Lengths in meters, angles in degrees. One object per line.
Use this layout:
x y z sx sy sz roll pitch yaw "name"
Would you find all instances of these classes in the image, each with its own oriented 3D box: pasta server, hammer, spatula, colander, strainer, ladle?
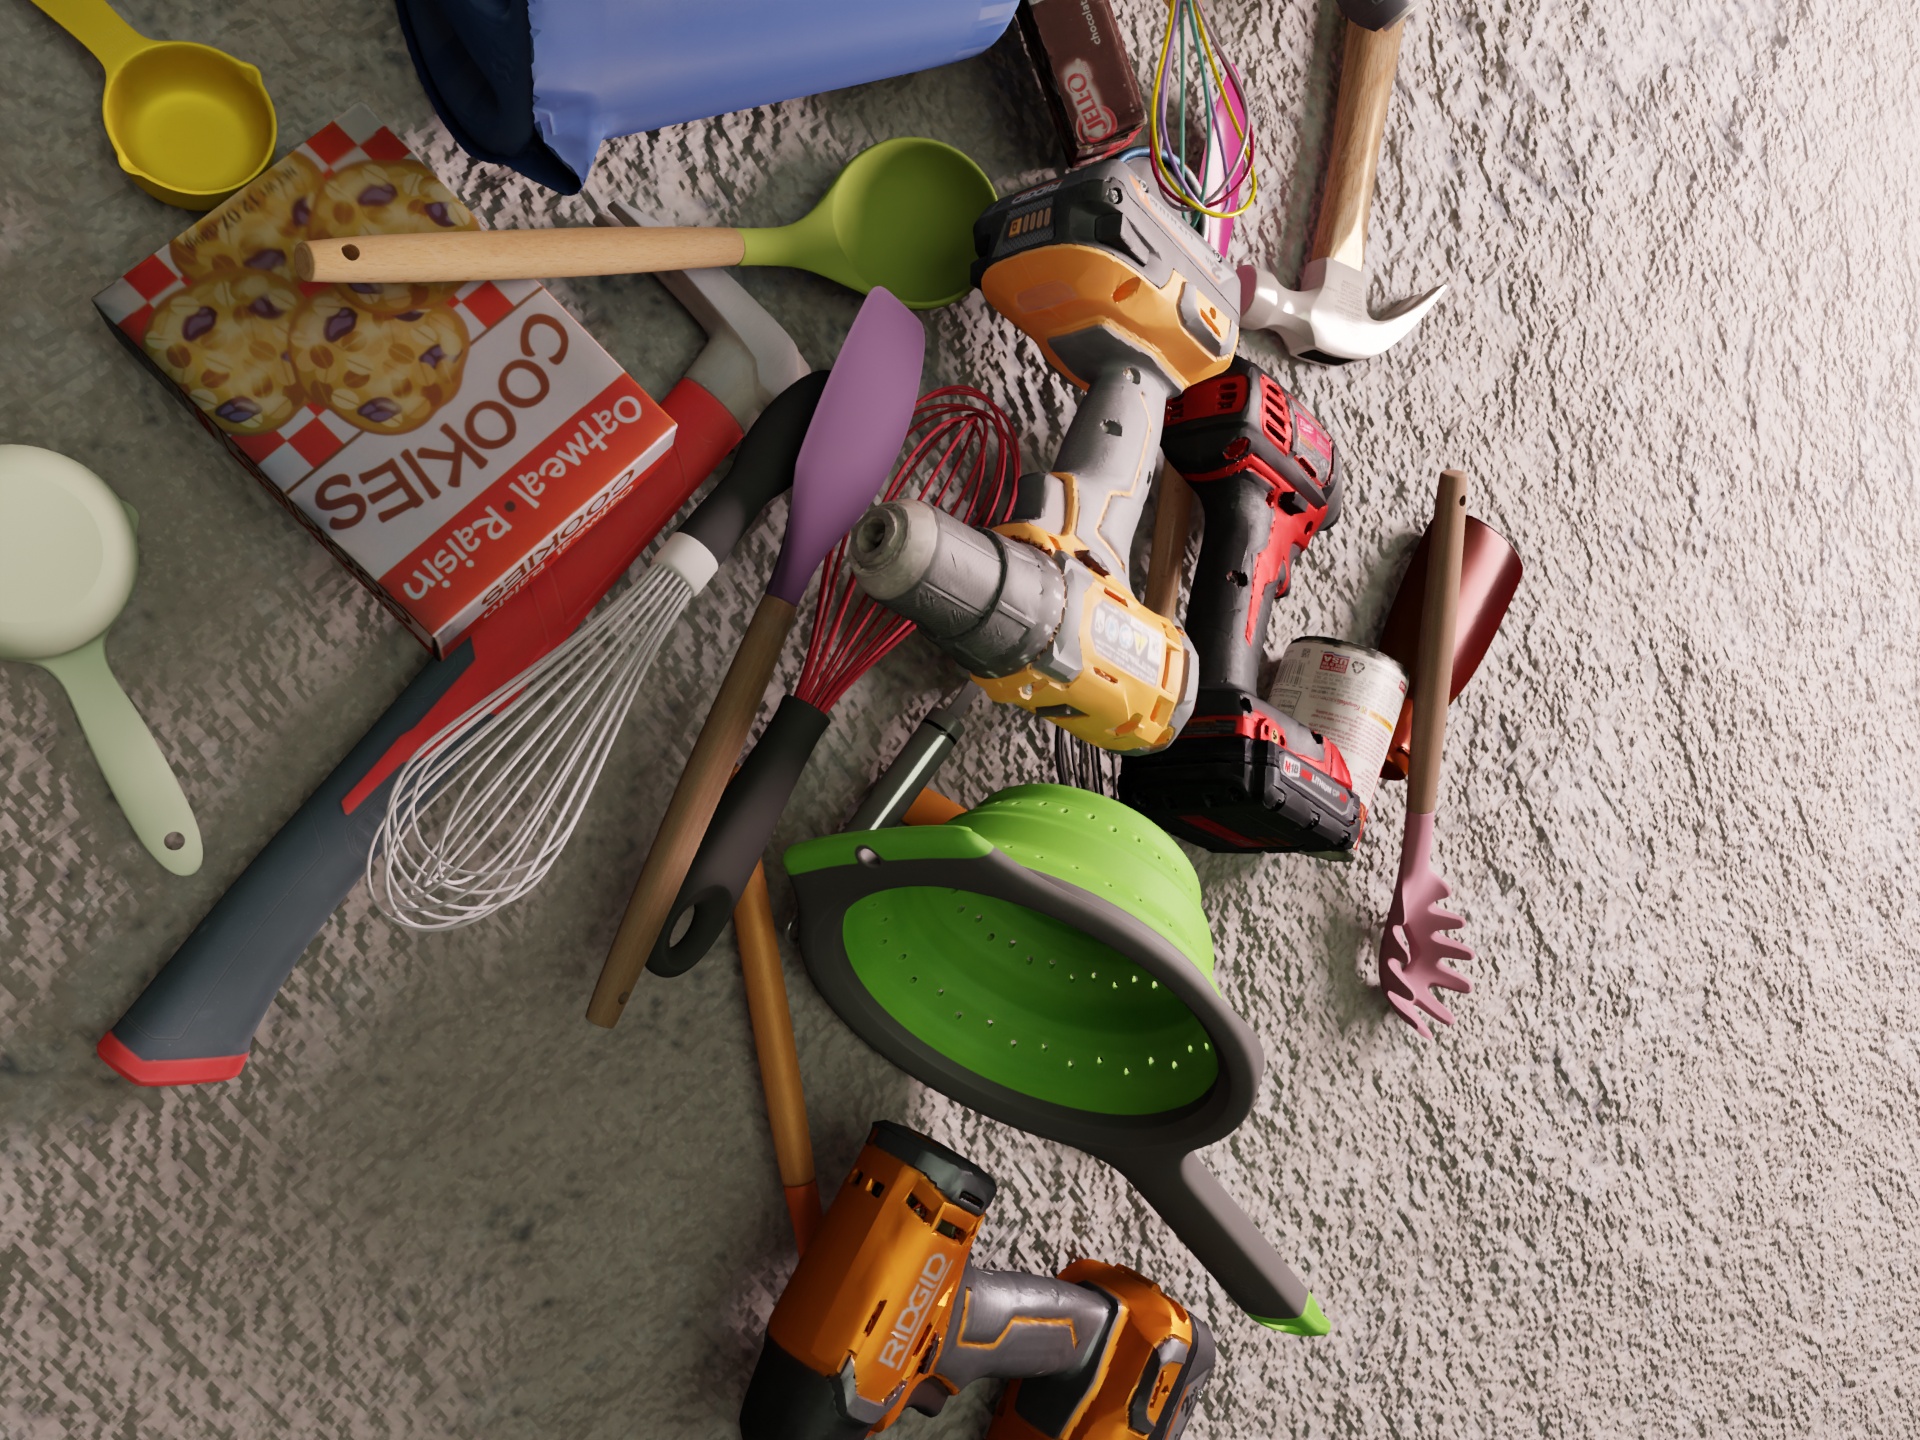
0.252 0.024 0.840 0.060 0.040 0.316 -21 120 -37 "pasta server"
-0.201 -0.030 0.628 0.143 0.038 0.386 44 71 -21 "hammer"
-0.081 0.180 0.711 0.081 0.041 0.322 -10 92 -30 "spatula"
0.083 0.150 0.731 0.396 0.204 0.095 52 47 -30 "colander"
0.225 -0.355 0.868 0.130 0.031 0.331 13 84 -29 "hammer"
-0.001 -0.002 0.731 0.258 0.050 0.086 -54 148 -14 "strainer"
-0.102 -0.190 0.622 0.320 0.062 0.078 -21 89 -46 "ladle"
-0.082 -0.024 0.644 0.059 0.018 0.316 30 81 -57 "spatula"

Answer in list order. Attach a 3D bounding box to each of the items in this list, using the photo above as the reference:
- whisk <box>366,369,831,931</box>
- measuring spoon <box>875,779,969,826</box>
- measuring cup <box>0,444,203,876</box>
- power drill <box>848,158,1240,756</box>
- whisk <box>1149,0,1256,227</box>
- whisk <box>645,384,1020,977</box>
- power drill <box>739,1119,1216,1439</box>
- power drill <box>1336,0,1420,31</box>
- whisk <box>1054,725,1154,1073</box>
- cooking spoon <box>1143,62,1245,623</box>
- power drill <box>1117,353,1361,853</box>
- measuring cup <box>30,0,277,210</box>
-0.128 -0.037 0.618 0.070 0.070 0.285 44 65 -23 "whisk"
0.008 0.056 0.763 0.116 0.011 0.021 30 76 -26 "measuring spoon"
-0.311 -0.018 0.564 0.083 0.038 0.167 -29 102 -26 "measuring cup"
0.038 -0.115 0.662 0.185 0.084 0.226 25 68 -45 "power drill"
0.110 -0.328 0.754 0.047 0.051 0.245 -2 62 5 "whisk"
-0.058 -0.022 0.690 0.073 0.073 0.296 35 75 -25 "whisk"
0.004 0.293 0.705 0.226 0.084 0.164 40 72 -36 "power drill"
0.222 -0.486 0.816 0.228 0.080 0.190 -44 101 -12 "power drill"
0.079 0.093 0.788 0.055 0.055 0.239 -9 99 -29 "whisk"
0.118 -0.170 0.806 0.068 0.017 0.319 4 95 -72 "cooking spoon"
0.144 -0.052 0.769 0.143 0.078 0.220 25 66 -50 "power drill"
-0.315 -0.249 0.573 0.156 0.029 0.062 44 70 -10 "measuring cup"
